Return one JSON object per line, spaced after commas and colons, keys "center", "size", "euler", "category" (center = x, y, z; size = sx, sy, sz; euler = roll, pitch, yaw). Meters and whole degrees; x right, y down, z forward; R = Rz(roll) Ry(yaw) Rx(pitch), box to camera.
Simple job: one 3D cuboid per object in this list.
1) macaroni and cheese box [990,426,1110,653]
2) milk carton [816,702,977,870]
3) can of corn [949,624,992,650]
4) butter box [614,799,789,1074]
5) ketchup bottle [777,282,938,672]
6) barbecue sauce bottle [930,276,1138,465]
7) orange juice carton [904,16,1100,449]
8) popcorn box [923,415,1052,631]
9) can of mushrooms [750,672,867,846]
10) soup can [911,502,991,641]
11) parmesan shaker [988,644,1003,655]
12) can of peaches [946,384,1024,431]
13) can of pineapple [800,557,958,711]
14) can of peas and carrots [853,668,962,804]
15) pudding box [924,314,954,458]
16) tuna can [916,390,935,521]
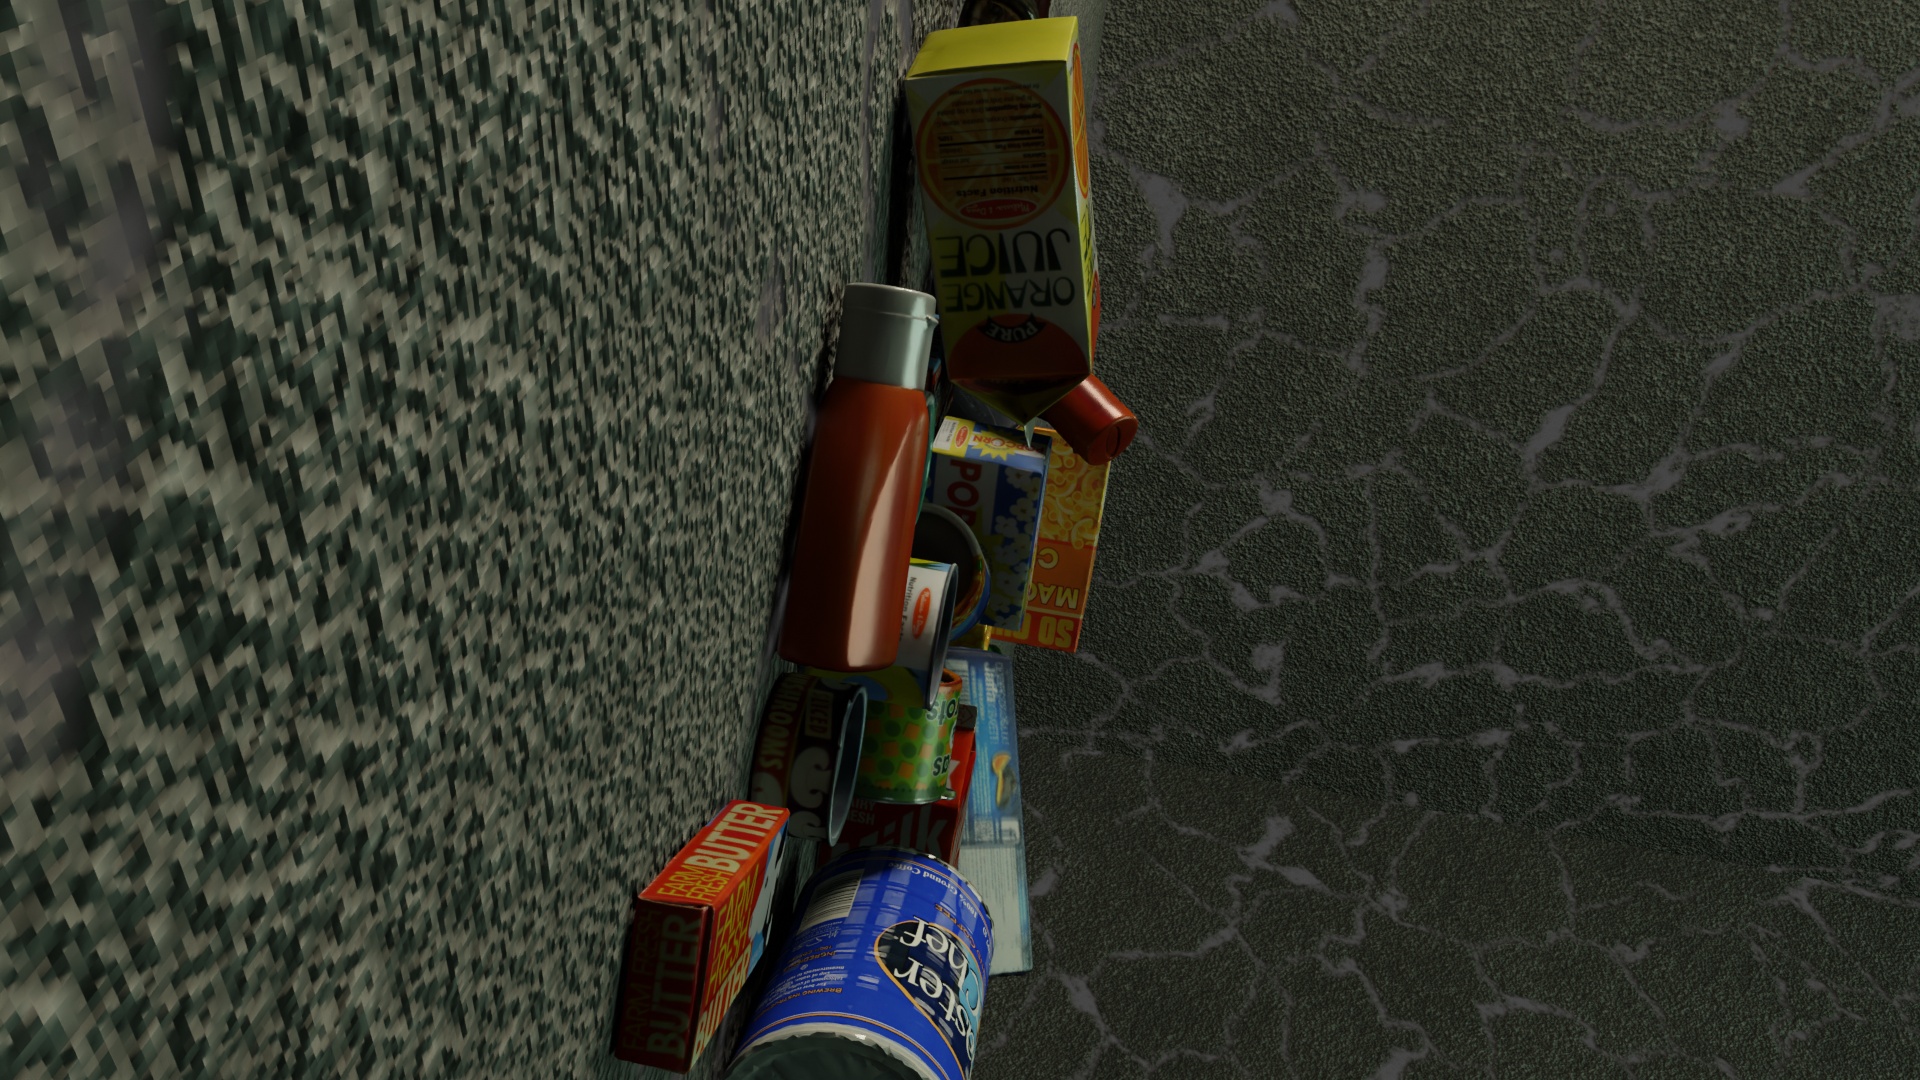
{"center": [0.045, -0.006, 1.079], "size": [0.040, 0.124, 0.166], "euler": [-37, 137, -82], "category": "macaroni and cheese box"}
{"center": [-0.038, 0.172, 0.768], "size": [0.074, 0.072, 0.190], "euler": [-63, 162, -73], "category": "milk carton"}
{"center": [-0.007, 0.051, 0.972], "size": [0.071, 0.058, 0.071], "euler": [5, 94, -85], "category": "can of corn"}
{"center": [-0.081, 0.124, 0.449], "size": [0.103, 0.024, 0.053], "euler": [-39, 139, -83], "category": "butter box"}
{"center": [-0.037, -0.025, 0.547], "size": [0.065, 0.043, 0.148], "euler": [-2, 101, -75], "category": "ketchup bottle"}
{"center": [0.040, -0.103, 0.784], "size": [0.149, 0.044, 0.064], "euler": [51, -18, 28], "category": "barbecue sauce bottle"}
{"center": [0.027, -0.142, 0.667], "size": [0.072, 0.073, 0.191], "euler": [-78, 162, -54], "category": "orange juice carton"}
{"center": [0.003, -0.010, 0.806], "size": [0.038, 0.085, 0.126], "euler": [-74, 172, -48], "category": "popcorn box"}
{"center": [-0.060, 0.086, 0.562], "size": [0.071, 0.033, 0.071], "euler": [6, 94, -85], "category": "can of mushrooms"}
{"center": [-0.020, 0.021, 0.721], "size": [0.083, 0.071, 0.071], "euler": [65, 35, -81], "category": "soup can"}
{"center": [-0.005, 0.113, 1.050], "size": [0.103, 0.071, 0.071], "euler": [-58, 157, -77], "category": "parmesan shaker"}
{"center": [0.006, -0.072, 0.856], "size": [0.057, 0.071, 0.071], "euler": [91, 10, -62], "category": "can of peaches"}
{"center": [-0.035, 0.039, 0.617], "size": [0.071, 0.058, 0.071], "euler": [5, 94, -85], "category": "can of pineapple"}
{"center": [-0.033, 0.090, 0.671], "size": [0.071, 0.071, 0.058], "euler": [-35, 134, -83], "category": "can of peas and carrots"}
{"center": [-0.022, -0.080, 0.703], "size": [0.084, 0.030, 0.049], "euler": [-71, 168, -63], "category": "pudding box"}
{"center": [-0.033, -0.036, 0.640], "size": [0.071, 0.033, 0.071], "euler": [5, 94, -85], "category": "tuna can"}
